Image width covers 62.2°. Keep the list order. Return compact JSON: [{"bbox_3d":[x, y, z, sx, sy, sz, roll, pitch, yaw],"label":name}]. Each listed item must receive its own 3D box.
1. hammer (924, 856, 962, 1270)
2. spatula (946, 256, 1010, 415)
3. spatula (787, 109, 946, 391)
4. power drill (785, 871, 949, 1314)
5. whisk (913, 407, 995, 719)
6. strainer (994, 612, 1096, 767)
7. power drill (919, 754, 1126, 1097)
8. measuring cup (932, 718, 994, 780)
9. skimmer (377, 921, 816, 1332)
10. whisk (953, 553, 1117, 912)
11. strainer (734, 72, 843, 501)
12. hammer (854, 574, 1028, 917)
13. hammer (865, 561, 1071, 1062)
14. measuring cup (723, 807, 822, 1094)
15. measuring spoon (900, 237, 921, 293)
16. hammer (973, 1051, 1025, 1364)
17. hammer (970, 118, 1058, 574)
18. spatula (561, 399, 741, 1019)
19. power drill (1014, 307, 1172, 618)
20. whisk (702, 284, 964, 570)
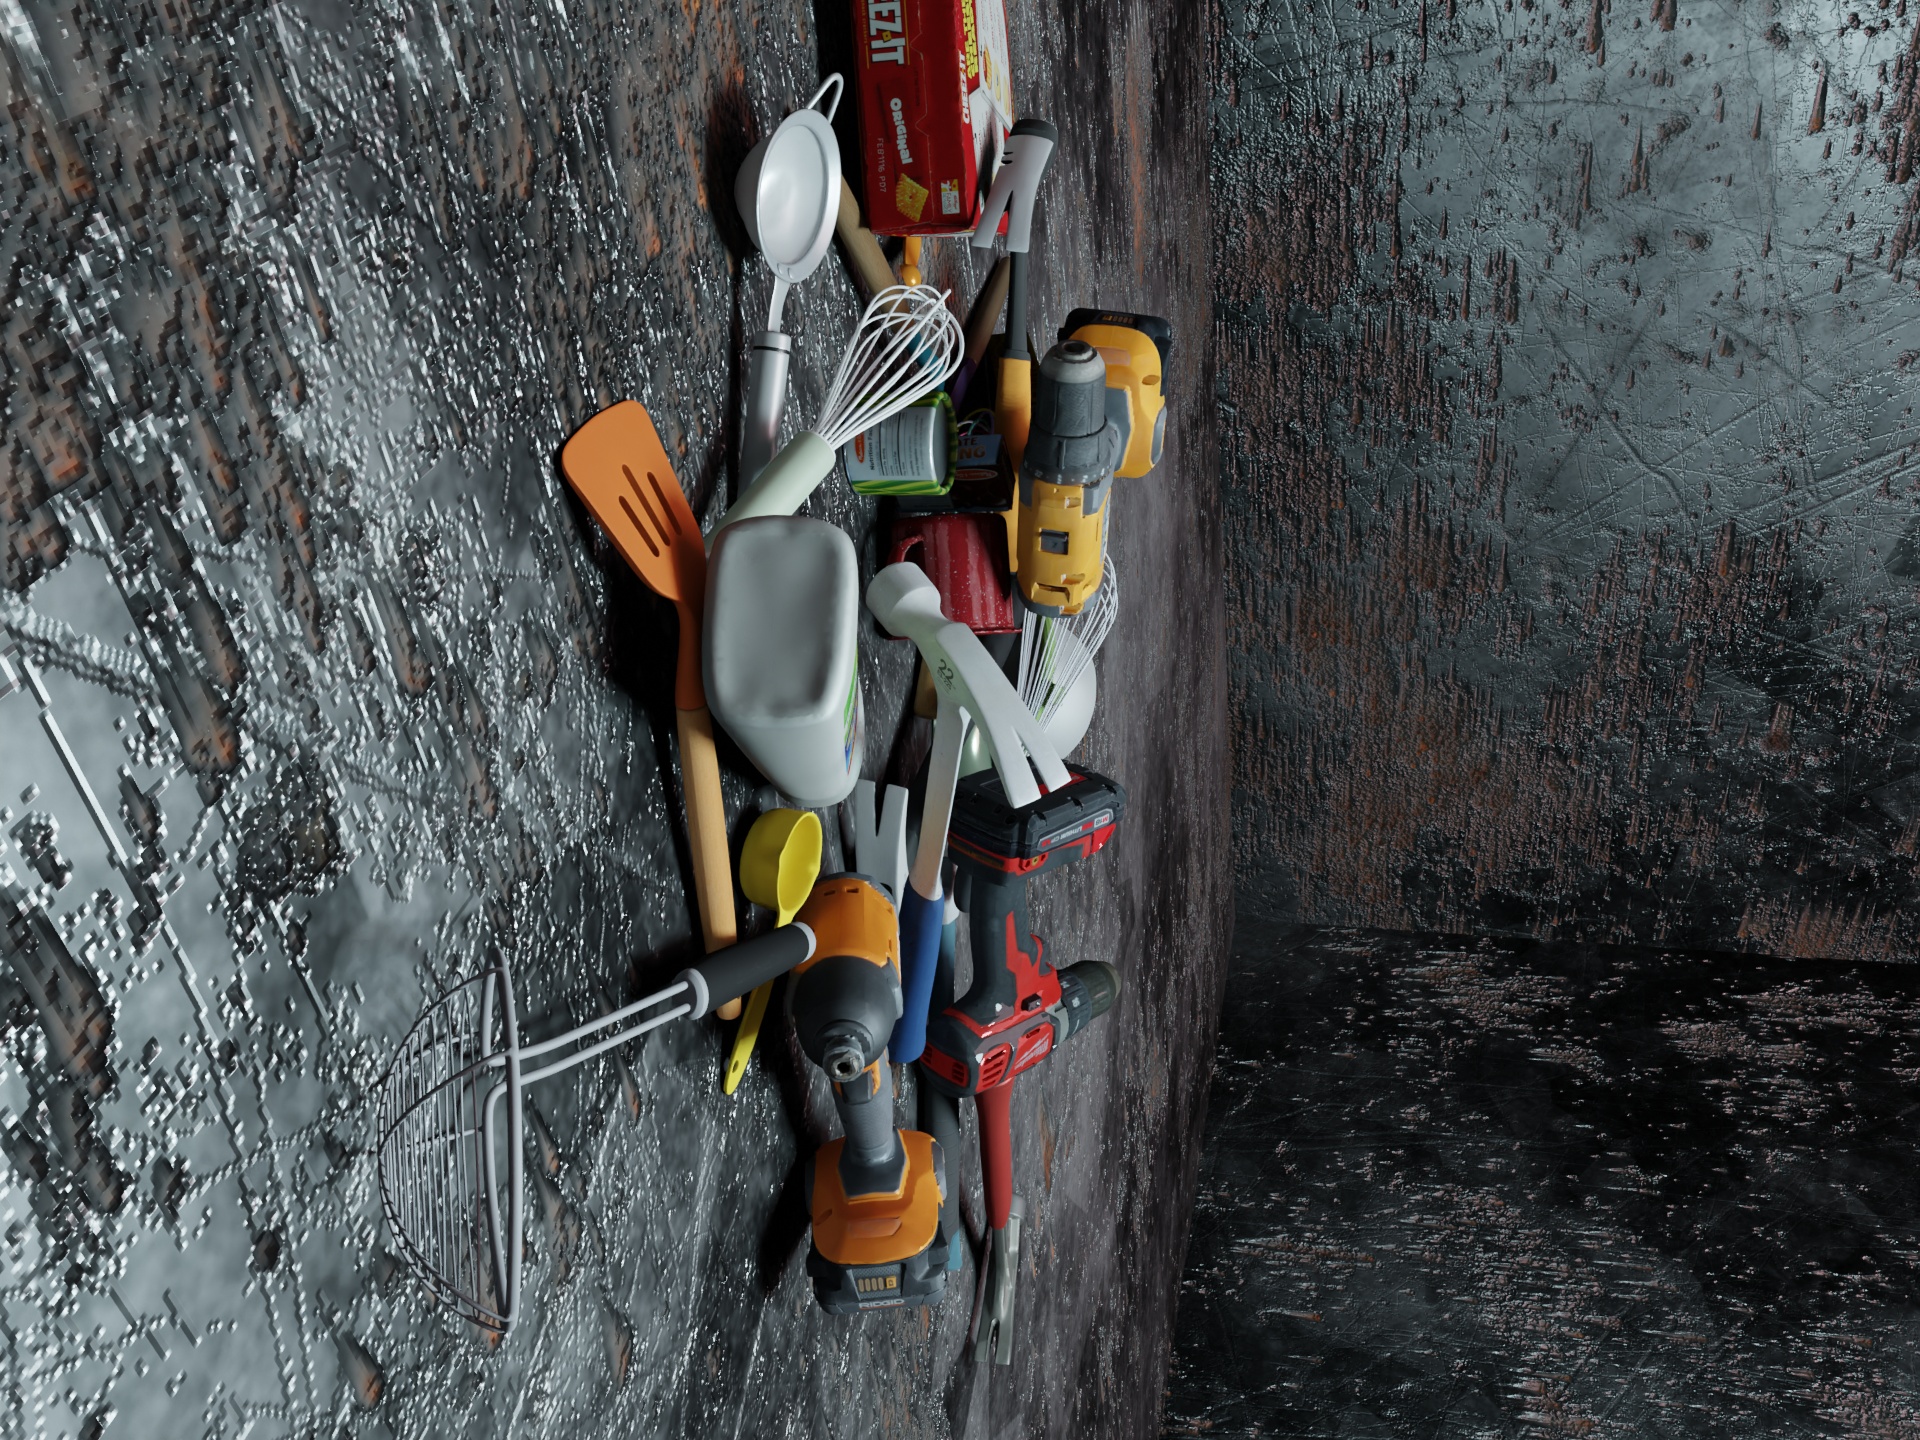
[{"bbox_3d":[-0.015,0.263,1.207,0.128,0.033,0.331,-26,118,-72],"label":"hammer"},{"bbox_3d":[0.011,-0.291,1.241,0.316,0.018,0.059,-73,-178,-48],"label":"spatula"},{"bbox_3d":[-0.054,-0.264,1.018,0.317,0.044,0.082,57,39,-57],"label":"spatula"},{"bbox_3d":[-0.056,0.220,0.901,0.164,0.084,0.226,-98,-177,-69],"label":"power drill"},{"bbox_3d":[-0.005,-0.119,1.186,0.051,0.047,0.245,50,49,-70],"label":"whisk"},{"bbox_3d":[0.068,-0.055,1.319,0.151,0.069,0.257,118,-21,-44],"label":"strainer"},{"bbox_3d":[0.057,0.142,1.127,0.188,0.080,0.226,-16,119,-45],"label":"power drill"},{"bbox_3d":[0.013,-0.027,1.257,0.083,0.038,0.168,60,37,-63],"label":"measuring cup"},{"bbox_3d":[-0.118,0.133,0.667,0.363,0.090,0.127,-12,103,-70],"label":"skimmer"},{"bbox_3d":[0.048,0.005,1.156,0.070,0.070,0.284,21,89,-74],"label":"whisk"},{"bbox_3d":[-0.099,-0.204,0.824,0.087,0.050,0.258,-3,101,-69],"label":"strainer"},{"bbox_3d":[-0.002,-0.004,1.132,0.146,0.035,0.335,84,23,-46],"label":"hammer"},{"bbox_3d":[-0.017,0.094,0.931,0.144,0.035,0.405,51,-28,29],"label":"hammer"},{"bbox_3d":[-0.113,0.122,0.861,0.062,0.029,0.156,38,67,-72],"label":"measuring cup"},{"bbox_3d":[-0.030,-0.316,1.071,0.117,0.011,0.021,-87,155,-54],"label":"measuring spoon"},{"bbox_3d":[0.028,0.381,1.283,0.358,0.037,0.149,86,10,-47],"label":"hammer"},{"bbox_3d":[0.036,-0.222,1.077,0.336,0.034,0.127,89,12,-50],"label":"hammer"},{"bbox_3d":[-0.134,0.012,0.758,0.081,0.041,0.322,-64,156,-58],"label":"spatula"},{"bbox_3d":[0.088,-0.203,1.077,0.226,0.084,0.185,-67,162,-48],"label":"power drill"},{"bbox_3d":[-0.071,-0.145,0.819,0.246,0.057,0.059,-55,-169,-29],"label":"whisk"}]
